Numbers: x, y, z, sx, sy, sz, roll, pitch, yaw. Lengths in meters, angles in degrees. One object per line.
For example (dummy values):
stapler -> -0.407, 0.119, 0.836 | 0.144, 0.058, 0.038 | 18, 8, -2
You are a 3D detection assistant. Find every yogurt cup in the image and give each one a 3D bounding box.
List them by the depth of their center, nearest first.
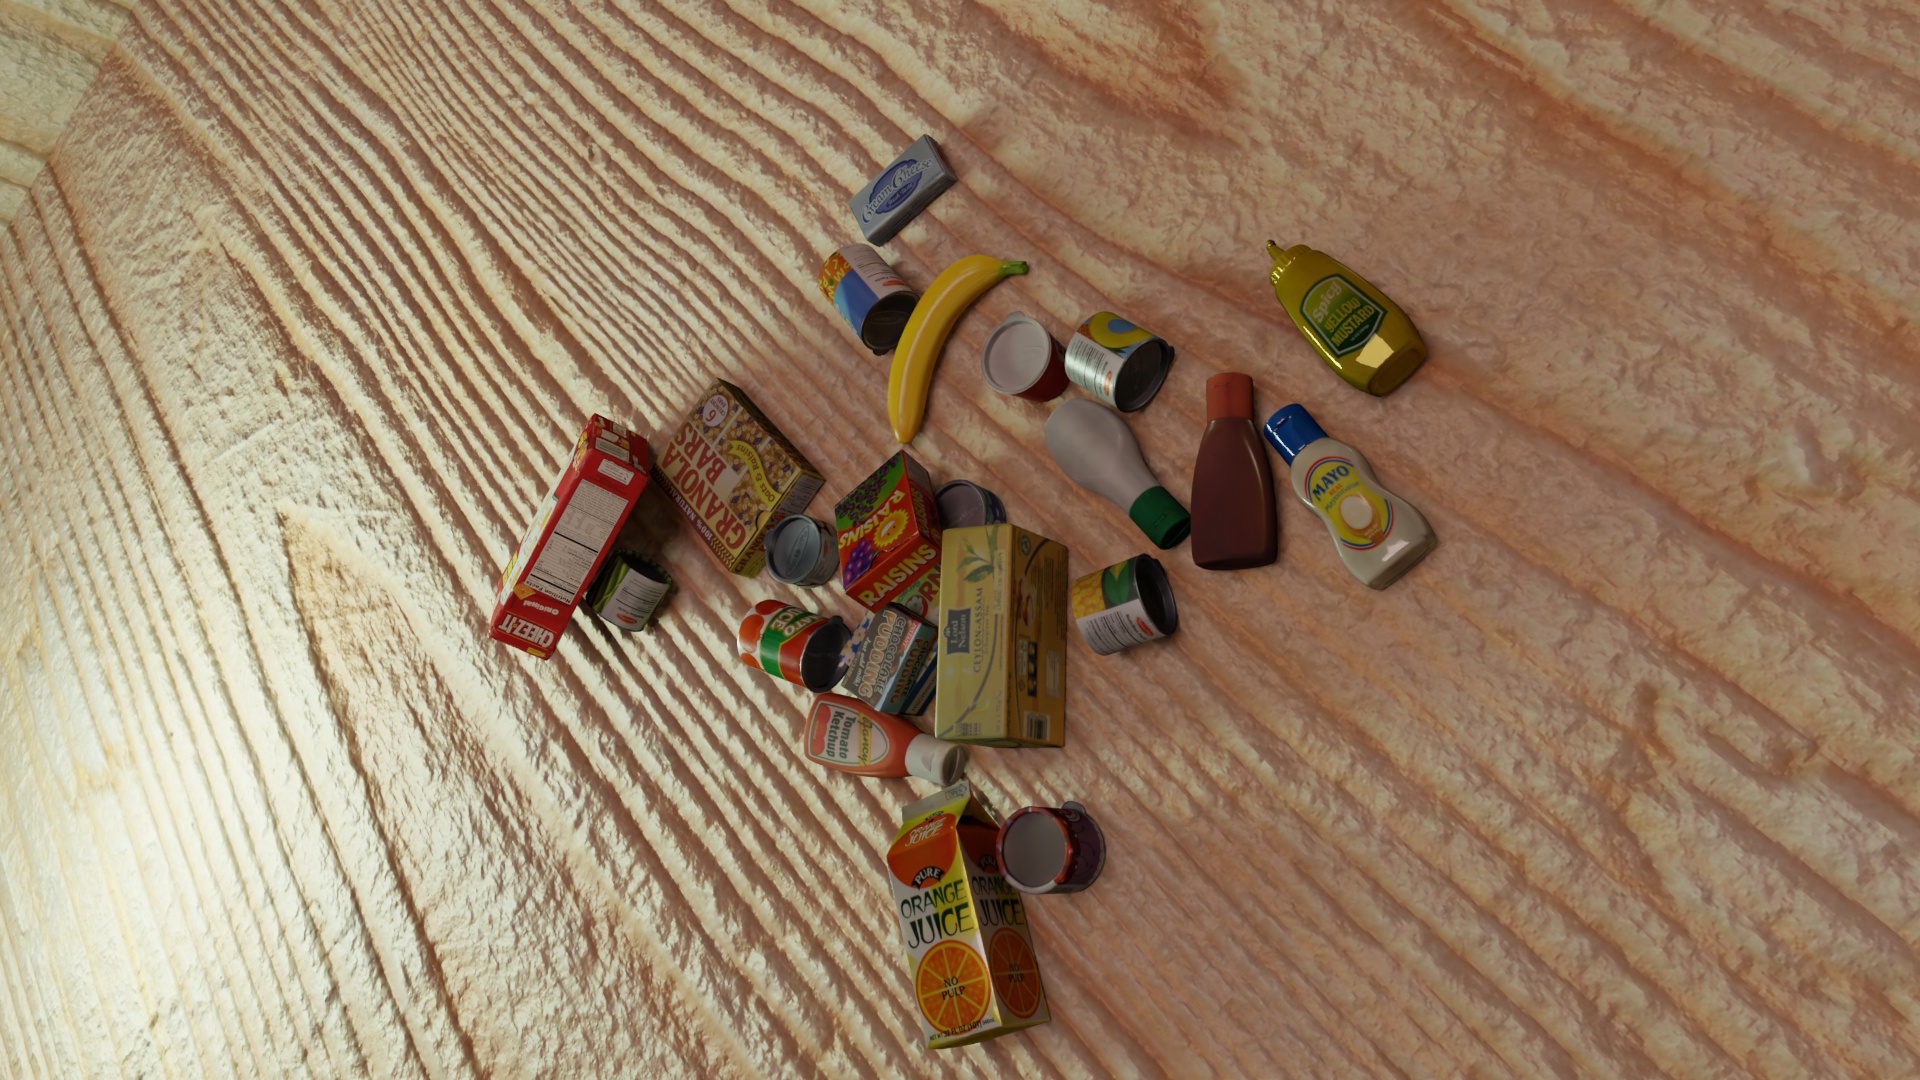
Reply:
yogurt cup -> 0.059, -0.150, 1.179 | 0.072, 0.054, 0.072 | -9, 73, 32

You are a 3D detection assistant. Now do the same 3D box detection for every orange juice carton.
orange juice carton -> 0.000, 0.292, 1.093 | 0.071, 0.073, 0.193 | -27, 64, 26

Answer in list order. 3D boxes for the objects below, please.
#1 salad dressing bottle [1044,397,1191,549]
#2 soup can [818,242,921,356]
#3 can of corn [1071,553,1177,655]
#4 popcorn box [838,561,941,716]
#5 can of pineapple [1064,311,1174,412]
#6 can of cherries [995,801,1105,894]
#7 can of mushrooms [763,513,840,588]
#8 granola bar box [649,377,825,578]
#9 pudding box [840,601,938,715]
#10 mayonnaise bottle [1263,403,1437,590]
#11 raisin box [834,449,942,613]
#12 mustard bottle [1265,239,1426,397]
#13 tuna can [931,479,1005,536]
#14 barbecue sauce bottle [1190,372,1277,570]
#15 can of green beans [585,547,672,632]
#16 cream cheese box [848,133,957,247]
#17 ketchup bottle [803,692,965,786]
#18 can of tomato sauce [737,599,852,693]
salad dressing bottle -> 0.127, -0.054, 1.116 | 0.064, 0.044, 0.148 | -47, 58, 13
soup can -> -0.085, -0.224, 1.289 | 0.071, 0.071, 0.084 | -49, 56, 14
can of corn -> 0.127, 0.049, 1.077 | 0.058, 0.071, 0.071 | -22, 67, 28
popcorn box -> -0.038, 0.076, 1.195 | 0.085, 0.038, 0.126 | 39, 100, 34
can of pineapple -> 0.128, -0.146, 1.127 | 0.058, 0.071, 0.071 | 36, 99, 35
can of cherries -> 0.069, 0.236, 1.070 | 0.071, 0.058, 0.071 | -9, 74, 32
can of mushrooms -> -0.147, 0.009, 1.289 | 0.071, 0.033, 0.071 | -8, 74, 32
granola bar box -> -0.221, -0.063, 1.353 | 0.124, 0.039, 0.166 | -53, 56, 12
pudding box -> -0.059, 0.098, 1.161 | 0.050, 0.030, 0.083 | 29, 95, 34
mayonnaise bottle -> 0.277, -0.037, 1.012 | 0.064, 0.041, 0.148 | -44, 59, 19
raisin box -> -0.061, -0.009, 1.175 | 0.086, 0.040, 0.124 | -38, 34, 18
mustard bottle -> 0.276, -0.178, 1.044 | 0.065, 0.049, 0.161 | -45, 58, 14
tuna can -> 0.004, -0.015, 1.194 | 0.071, 0.033, 0.071 | -9, 73, 32
barbecue sauce bottle -> 0.208, -0.054, 1.062 | 0.065, 0.043, 0.149 | -8, 73, 32
can of green beans -> -0.329, 0.049, 1.380 | 0.071, 0.071, 0.057 | 41, 101, 34
cream cheese box -> -0.056, -0.332, 1.321 | 0.103, 0.024, 0.053 | -36, 60, 21
ketchup bottle -> -0.065, 0.174, 1.185 | 0.149, 0.043, 0.064 | 10, 87, 35
can of tomato sauce -> -0.149, 0.092, 1.248 | 0.083, 0.071, 0.071 | 15, 87, 36
